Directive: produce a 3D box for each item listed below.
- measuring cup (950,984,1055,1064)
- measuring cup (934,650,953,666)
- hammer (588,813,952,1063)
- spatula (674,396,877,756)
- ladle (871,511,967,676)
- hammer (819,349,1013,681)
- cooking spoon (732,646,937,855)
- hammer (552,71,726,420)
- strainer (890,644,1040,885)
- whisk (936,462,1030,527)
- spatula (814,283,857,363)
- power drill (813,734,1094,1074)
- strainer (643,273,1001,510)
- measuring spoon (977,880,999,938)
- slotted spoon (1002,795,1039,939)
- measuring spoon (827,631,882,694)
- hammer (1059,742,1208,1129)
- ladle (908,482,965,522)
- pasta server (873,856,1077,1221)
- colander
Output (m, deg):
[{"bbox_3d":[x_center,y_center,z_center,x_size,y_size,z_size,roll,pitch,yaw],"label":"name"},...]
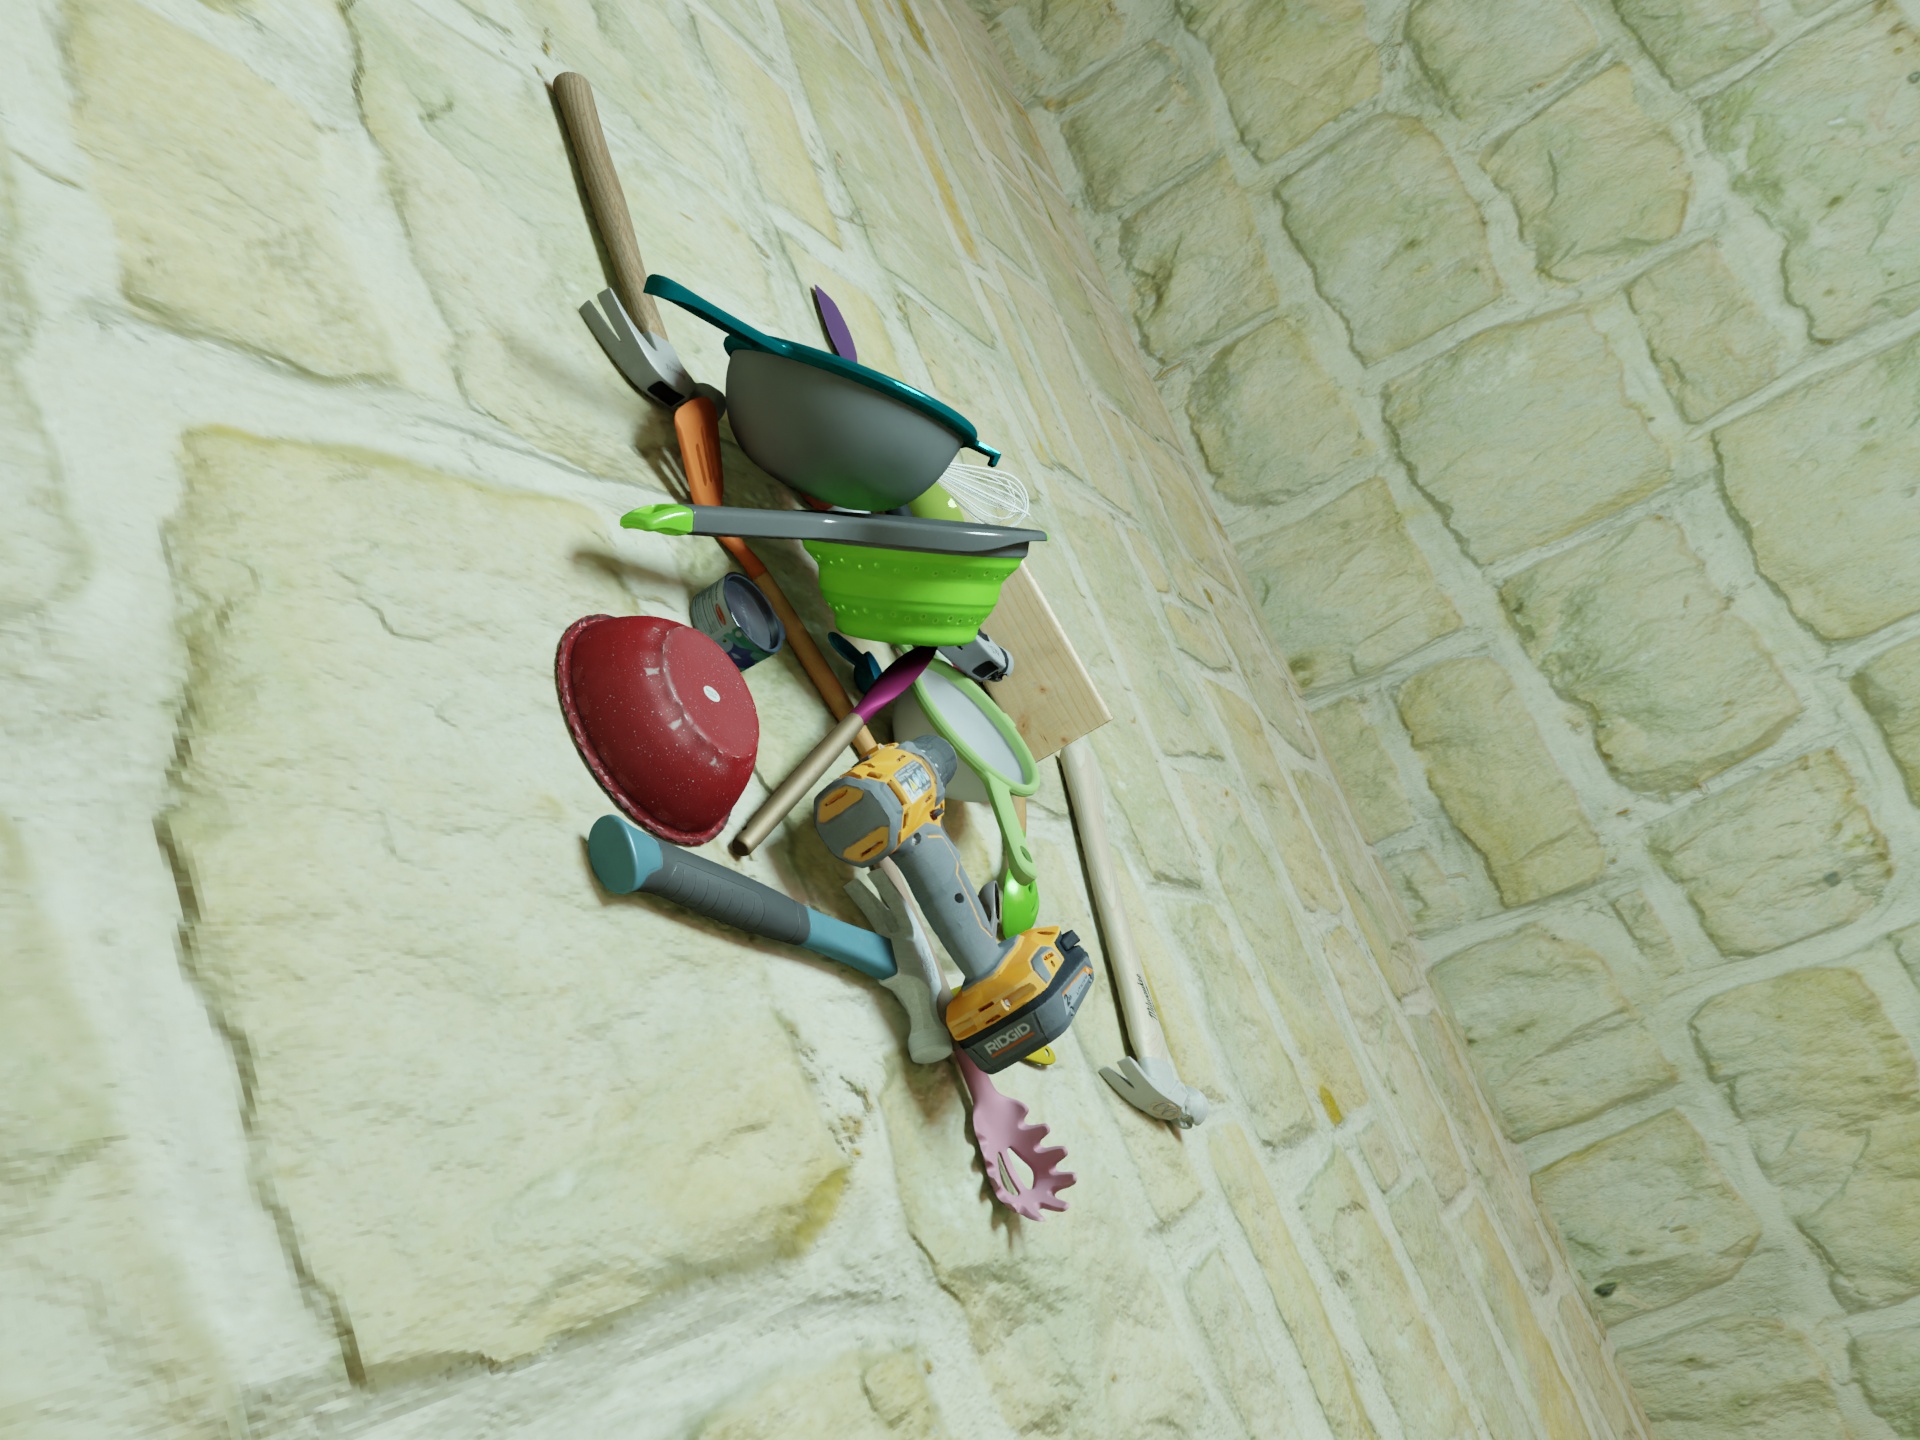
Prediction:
[{"bbox_3d":[0.041,0.239,1.222,0.156,0.029,0.062,32,35,-49],"label":"measuring cup"},{"bbox_3d":[-0.002,-0.005,1.428,0.167,0.038,0.083,57,21,-6],"label":"measuring cup"},{"bbox_3d":[-0.110,0.127,1.004,0.330,0.033,0.128,34,35,-52],"label":"hammer"},{"bbox_3d":[-0.134,-0.095,1.222,0.322,0.041,0.081,59,20,-11],"label":"spatula"},{"bbox_3d":[-0.058,-0.155,1.505,0.069,0.031,0.316,21,43,-64],"label":"ladle"},{"bbox_3d":[-0.057,-0.186,1.403,0.335,0.035,0.146,62,12,13],"label":"hammer"},{"bbox_3d":[-0.087,0.012,1.149,0.017,0.069,0.319,54,32,-11],"label":"cooking spoon"},{"bbox_3d":[-0.277,-0.394,1.278,0.130,0.031,0.332,23,42,-60],"label":"hammer"},{"bbox_3d":[0.004,0.054,1.282,0.151,0.069,0.257,35,22,-36],"label":"strainer"},{"bbox_3d":[-0.034,-0.248,1.551,0.246,0.058,0.059,21,5,-27],"label":"whisk"},{"bbox_3d":[-0.101,-0.325,1.629,0.059,0.018,0.316,33,34,-54],"label":"spatula"},{"bbox_3d":[0.000,0.113,1.122,0.226,0.084,0.185,55,21,-1],"label":"power drill"},{"bbox_3d":[-0.131,-0.230,1.194,0.211,0.095,0.340,21,2,31],"label":"strainer"},{"bbox_3d":[0.018,0.177,1.274,0.124,0.018,0.034,-81,165,-52],"label":"measuring spoon"},{"bbox_3d":[0.051,0.087,1.444,0.314,0.031,0.070,-89,170,-57],"label":"slotted spoon"},{"bbox_3d":[-0.088,-0.045,1.266,0.128,0.021,0.042,40,28,-68],"label":"measuring spoon"},{"bbox_3d":[0.143,0.184,1.533,0.146,0.038,0.411,39,30,-44],"label":"hammer"},{"bbox_3d":[0.003,-0.187,1.608,0.078,0.062,0.320,45,9,11],"label":"ladle"},{"bbox_3d":[-0.006,0.208,1.143,0.060,0.040,0.316,-16,73,-30],"label":"pasta server"},{"bbox_3d":[-0.089,-0.104,1.165,0.397,0.205,0.094,-6,104,-52],"label":"colander"}]
